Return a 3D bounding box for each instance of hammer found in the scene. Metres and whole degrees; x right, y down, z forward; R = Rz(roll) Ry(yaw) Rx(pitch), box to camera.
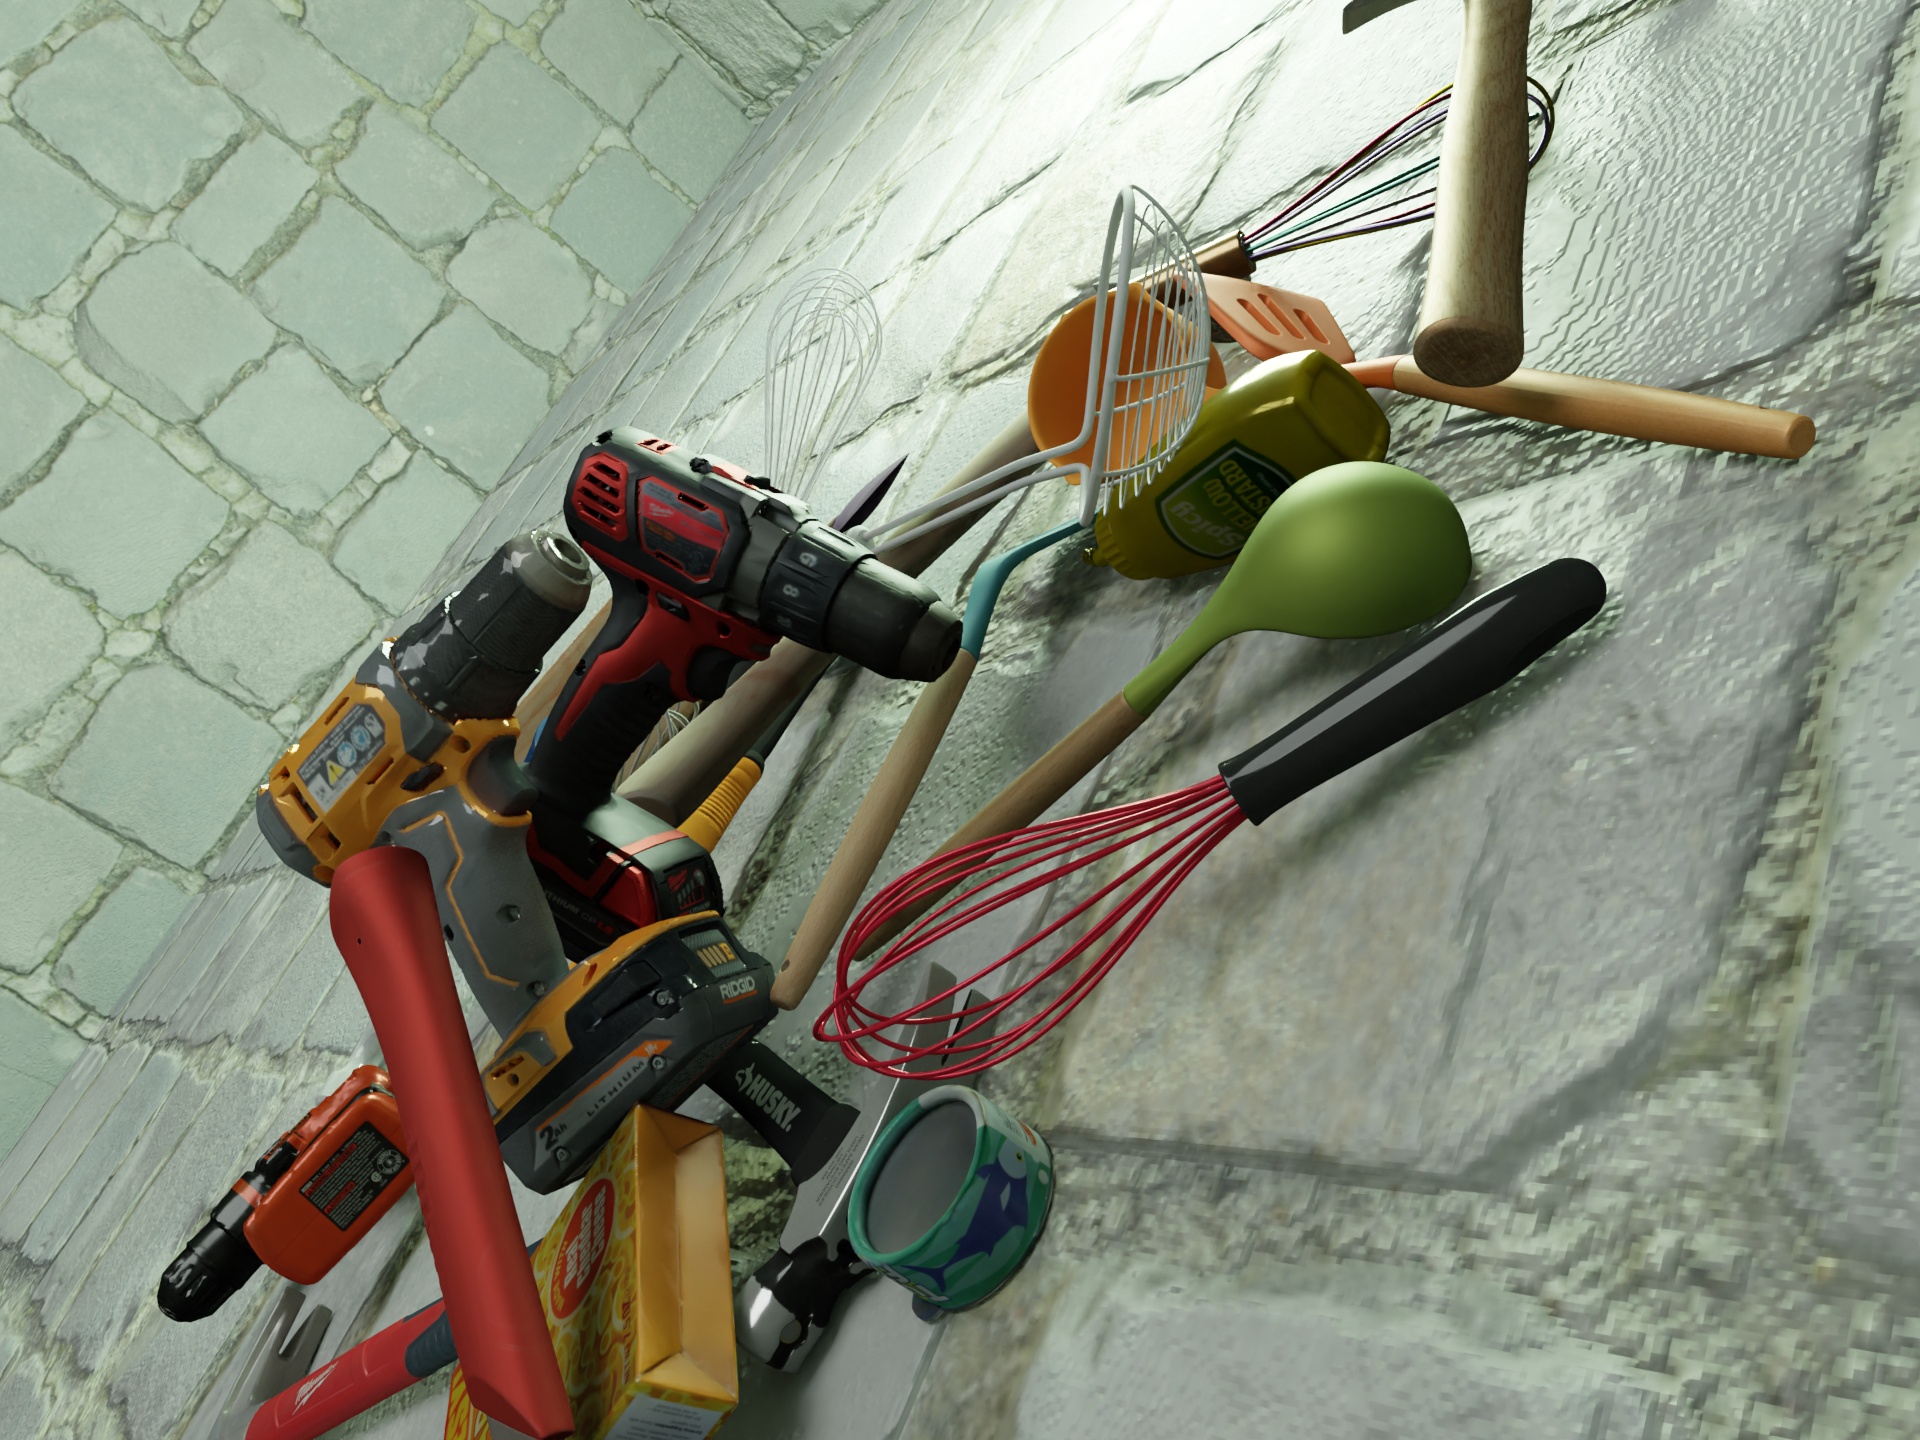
[{"bbox_3d":[-0.128,0.048,0.844,0.127,0.034,0.337,-21,30,49],"label":"hammer"},{"bbox_3d":[-0.146,0.185,0.514,0.149,0.036,0.359,-46,54,26],"label":"hammer"},{"bbox_3d":[0.207,-0.240,0.632,0.130,0.031,0.332,6,49,16],"label":"hammer"},{"bbox_3d":[-0.023,-0.096,0.839,0.410,0.038,0.146,-44,24,-6],"label":"hammer"},{"bbox_3d":[-0.324,0.120,1.029,0.405,0.035,0.144,-47,19,41],"label":"hammer"},{"bbox_3d":[-0.257,0.288,0.770,0.386,0.038,0.143,-35,26,30],"label":"hammer"},{"bbox_3d":[-0.097,0.146,0.700,0.146,0.035,0.335,-56,24,-11],"label":"hammer"}]

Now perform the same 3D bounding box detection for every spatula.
[{"bbox_3d":[0.185,-0.137,0.600,0.323,0.081,0.041,-141,58,-62],"label":"spatula"},{"bbox_3d":[-0.001,-0.002,0.715,0.082,0.044,0.318,-16,39,49],"label":"spatula"},{"bbox_3d":[-0.071,-0.115,0.950,0.060,0.018,0.316,-49,8,-10],"label":"spatula"}]

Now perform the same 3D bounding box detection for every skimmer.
[{"bbox_3d":[-0.029,-0.107,0.704,0.363,0.090,0.127,-19,56,45],"label":"skimmer"}]

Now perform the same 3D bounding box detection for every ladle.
[{"bbox_3d":[0.060,0.014,0.622,0.320,0.062,0.078,-43,26,32],"label":"ladle"}]

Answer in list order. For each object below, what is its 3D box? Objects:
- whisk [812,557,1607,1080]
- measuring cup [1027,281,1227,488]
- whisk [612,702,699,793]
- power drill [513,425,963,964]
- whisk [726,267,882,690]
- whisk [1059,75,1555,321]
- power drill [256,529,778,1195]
[{"bbox_3d":[0.073,0.034,0.515,0.296,0.073,0.073,-33,28,14],"label":"whisk"},{"bbox_3d":[0.112,-0.138,0.719,0.174,0.052,0.095,23,99,37],"label":"measuring cup"},{"bbox_3d":[-0.201,0.051,0.924,0.058,0.059,0.246,-19,-23,-34],"label":"whisk"},{"bbox_3d":[-0.115,0.002,0.710,0.226,0.188,0.080,-67,-15,13],"label":"power drill"},{"bbox_3d":[-0.108,-0.131,0.961,0.070,0.070,0.284,-120,44,-65],"label":"whisk"},{"bbox_3d":[0.154,-0.233,0.745,0.245,0.047,0.051,-19,28,29],"label":"whisk"},{"bbox_3d":[-0.172,0.051,0.652,0.185,0.226,0.084,-44,-14,17],"label":"power drill"}]
